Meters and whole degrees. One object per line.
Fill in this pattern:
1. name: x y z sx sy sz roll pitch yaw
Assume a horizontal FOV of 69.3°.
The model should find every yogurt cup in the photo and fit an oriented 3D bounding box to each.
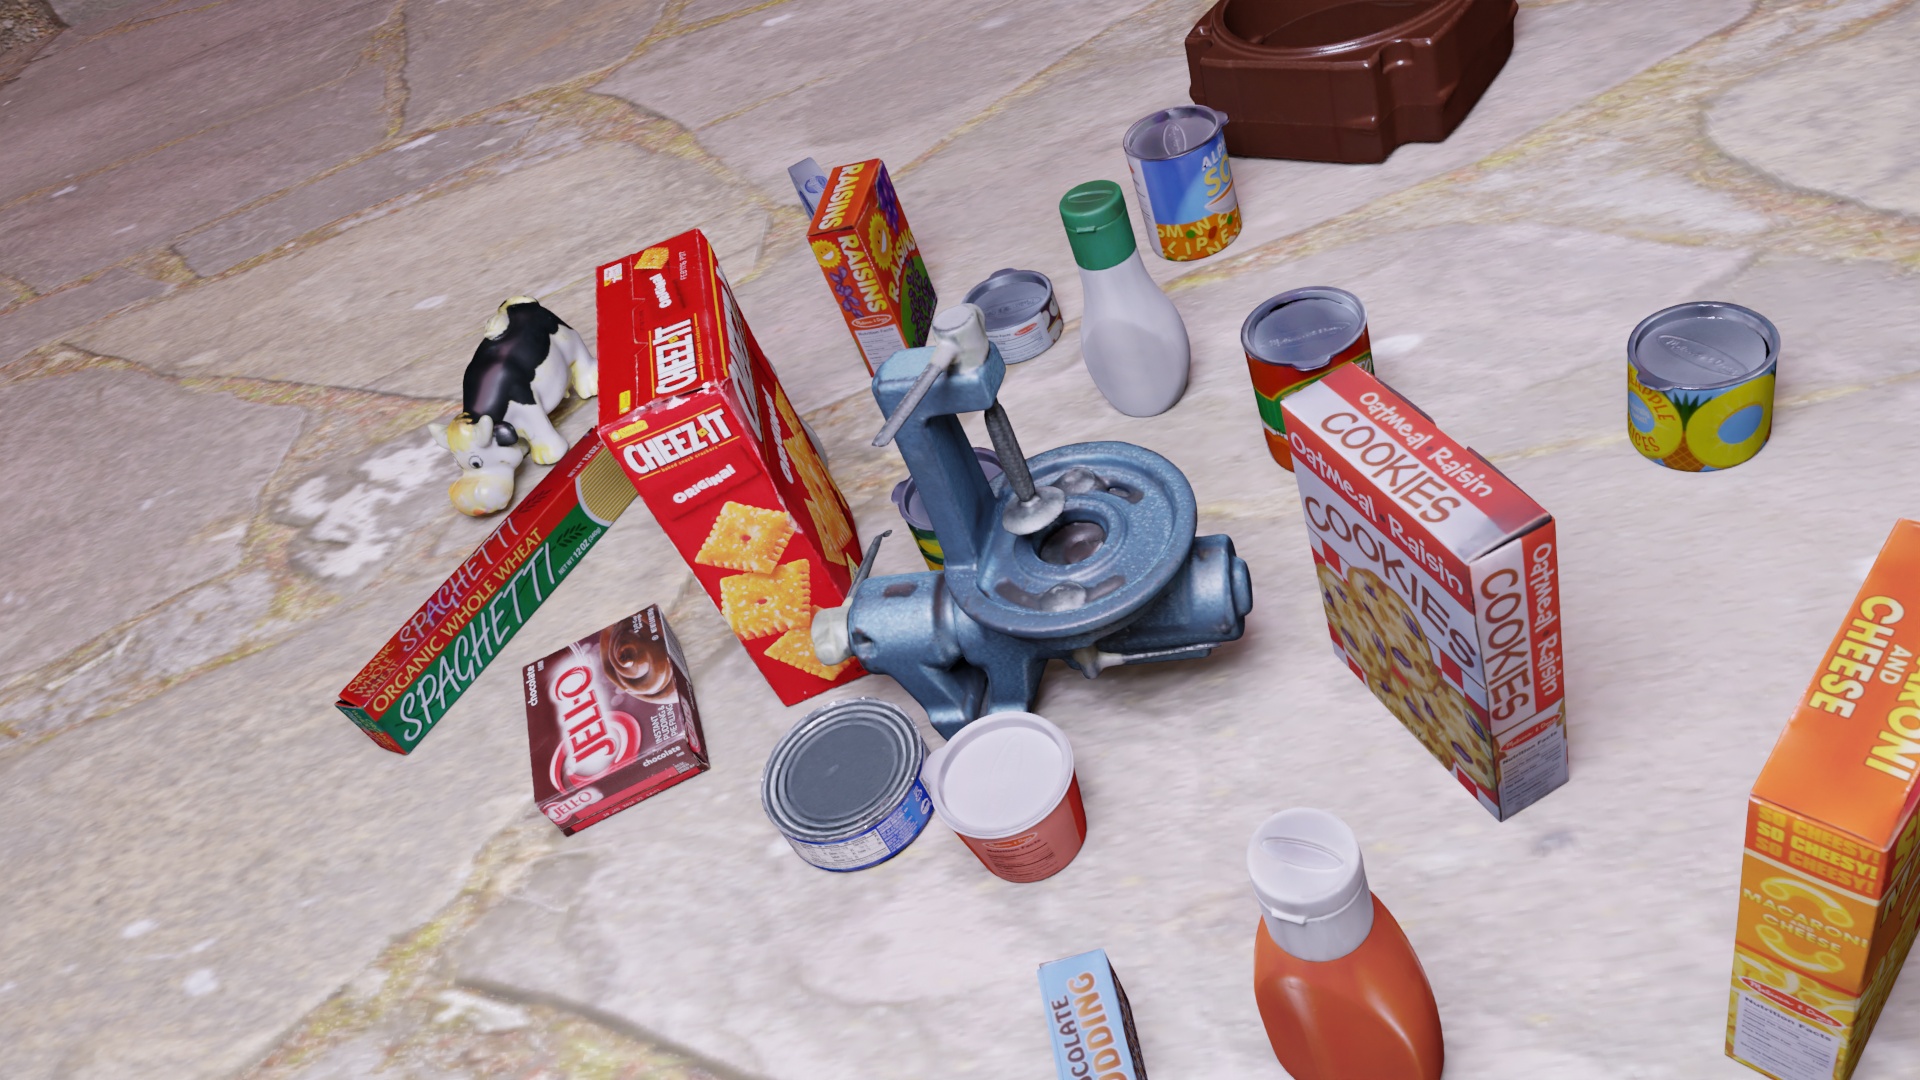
1. yogurt cup: 0.026 0.122 0.646 0.072 0.053 0.073 -13 42 12

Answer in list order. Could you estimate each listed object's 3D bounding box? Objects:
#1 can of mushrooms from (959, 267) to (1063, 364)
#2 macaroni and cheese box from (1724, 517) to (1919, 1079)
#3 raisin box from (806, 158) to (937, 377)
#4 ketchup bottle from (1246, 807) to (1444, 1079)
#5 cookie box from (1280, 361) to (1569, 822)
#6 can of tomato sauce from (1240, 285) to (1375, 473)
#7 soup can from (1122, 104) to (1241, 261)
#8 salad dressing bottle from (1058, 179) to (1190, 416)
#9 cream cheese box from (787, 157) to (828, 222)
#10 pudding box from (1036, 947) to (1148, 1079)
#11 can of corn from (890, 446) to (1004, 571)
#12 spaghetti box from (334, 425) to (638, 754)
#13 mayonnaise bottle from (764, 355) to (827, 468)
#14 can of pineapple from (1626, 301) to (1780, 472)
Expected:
1. can of mushrooms: 0.035 -0.154 0.948 0.071 0.033 0.071 -13 42 12
2. macaroni and cheese box: 0.301 0.094 0.460 0.040 0.165 0.124 22 59 40
3. raisin box: -0.058 -0.187 0.959 0.040 0.123 0.086 -6 44 20
4. ketchup bottle: 0.132 0.151 0.493 0.065 0.148 0.044 8 50 32
5. cookie box: 0.197 0.022 0.585 0.040 0.166 0.123 -29 41 -5
6. can of tomato sauce: 0.195 -0.085 0.763 0.071 0.082 0.071 -13 42 13
7. soup can: 0.155 -0.244 0.948 0.071 0.083 0.072 -13 42 13
8. salad dressing bottle: 0.095 -0.141 0.819 0.064 0.147 0.044 0 47 26
9. cream cheese box: -0.107 -0.263 1.115 0.024 0.053 0.104 -27 41 -3
10. pudding box: 0.056 0.209 0.543 0.030 0.049 0.084 -19 41 7
11. can of corn: 0.003 -0.010 0.793 0.071 0.058 0.071 -13 42 12
12. spaghetti box: -0.296 0.027 0.901 0.029 0.050 0.251 11 52 34
13. mayonnaise bottle: -0.138 -0.088 0.873 0.065 0.147 0.041 -34 42 -11
14. can of pineapple: 0.366 -0.076 0.691 0.071 0.057 0.071 -13 42 12
